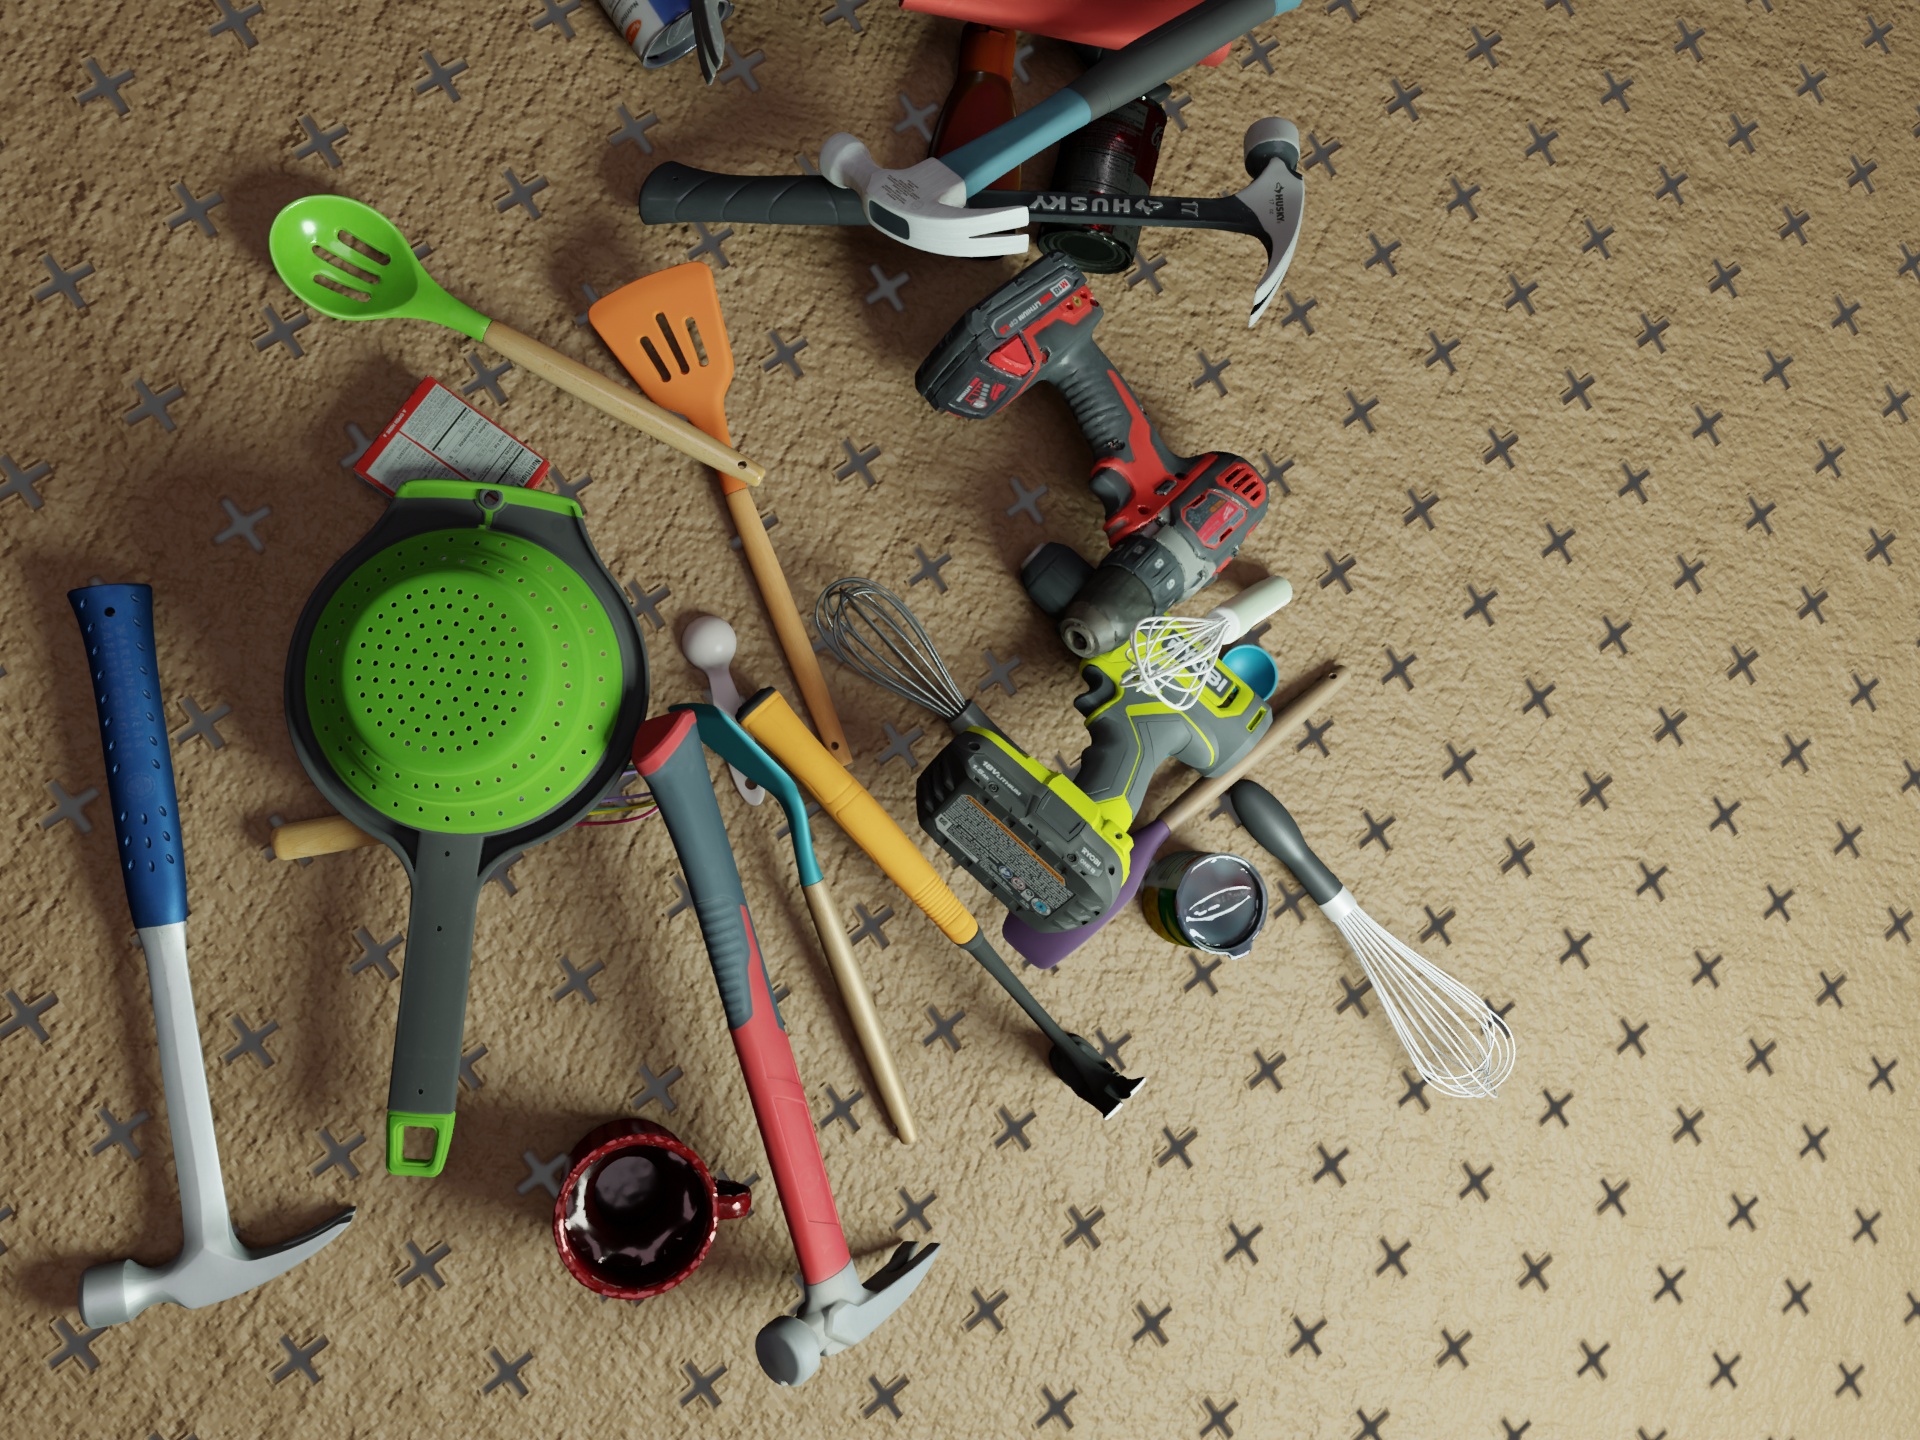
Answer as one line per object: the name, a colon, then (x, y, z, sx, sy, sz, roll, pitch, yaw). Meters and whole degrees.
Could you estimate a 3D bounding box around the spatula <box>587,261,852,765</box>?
spatula: (-0.133, -0.120, 0.993, 0.081, 0.041, 0.322, -21, 95, 4)

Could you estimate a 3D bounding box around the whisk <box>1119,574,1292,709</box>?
whisk: (0.164, -0.058, 1.009, 0.059, 0.058, 0.246, 60, 34, 0)

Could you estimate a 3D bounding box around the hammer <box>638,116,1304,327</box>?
hammer: (0.007, -0.314, 0.980, 0.409, 0.036, 0.149, 2, 61, 2)

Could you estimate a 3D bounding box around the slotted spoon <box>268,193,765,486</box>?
slotted spoon: (-0.260, -0.218, 0.951, 0.313, 0.031, 0.070, 27, 81, -7)

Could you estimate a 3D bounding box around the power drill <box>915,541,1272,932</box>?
power drill: (0.074, 0.002, 0.997, 0.190, 0.080, 0.228, 42, 52, 0)

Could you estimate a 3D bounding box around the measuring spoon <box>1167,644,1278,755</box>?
measuring spoon: (0.161, -0.004, 1.090, 0.128, 0.021, 0.042, -37, 89, -5)

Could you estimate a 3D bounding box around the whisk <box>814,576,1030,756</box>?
whisk: (-0.002, -0.002, 1.026, 0.238, 0.055, 0.055, 45, 77, -14)

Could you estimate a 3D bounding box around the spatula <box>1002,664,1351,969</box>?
spatula: (0.152, 0.055, 1.068, 0.316, 0.018, 0.060, -37, 55, -19)

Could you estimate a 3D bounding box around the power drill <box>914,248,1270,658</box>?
power drill: (0.075, -0.162, 1.003, 0.226, 0.080, 0.188, 49, 58, -3)

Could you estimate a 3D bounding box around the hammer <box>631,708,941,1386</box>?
hammer: (-0.110, 0.179, 0.942, 0.143, 0.038, 0.386, -22, 98, -53)

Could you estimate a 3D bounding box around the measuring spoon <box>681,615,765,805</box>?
measuring spoon: (-0.144, -0.006, 0.997, 0.034, 0.018, 0.124, -17, 93, -16)

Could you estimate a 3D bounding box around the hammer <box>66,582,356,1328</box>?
hammer: (-0.442, 0.125, 0.896, 0.144, 0.035, 0.405, -8, 90, -16)

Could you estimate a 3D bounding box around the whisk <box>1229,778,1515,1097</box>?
whisk: (0.280, 0.150, 1.098, 0.070, 0.070, 0.284, -41, 93, -14)

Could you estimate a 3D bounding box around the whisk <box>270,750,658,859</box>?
whisk: (-0.280, 0.050, 0.948, 0.245, 0.051, 0.047, -10, 70, -12)

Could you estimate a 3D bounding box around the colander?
colander: (-0.285, 0.057, 0.874, 0.204, 0.094, 0.397, 6, 86, -7)

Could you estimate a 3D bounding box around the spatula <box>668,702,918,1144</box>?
spatula: (-0.093, 0.128, 0.987, 0.044, 0.082, 0.317, -26, 102, -29)

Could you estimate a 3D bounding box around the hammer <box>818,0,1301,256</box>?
hammer: (0.080, -0.386, 0.979, 0.331, 0.033, 0.128, -36, 65, -18)

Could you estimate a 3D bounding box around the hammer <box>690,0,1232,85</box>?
hammer: (0.009, -0.449, 1.002, 0.359, 0.037, 0.149, 1, 84, -22)

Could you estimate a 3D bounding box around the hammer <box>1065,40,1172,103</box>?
hammer: (0.022, -0.540, 1.059, 0.334, 0.035, 0.146, 46, 77, -10)

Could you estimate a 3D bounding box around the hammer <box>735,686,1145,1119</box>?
hammer: (-0.016, 0.111, 0.984, 0.034, 0.127, 0.337, -43, 95, -9)
